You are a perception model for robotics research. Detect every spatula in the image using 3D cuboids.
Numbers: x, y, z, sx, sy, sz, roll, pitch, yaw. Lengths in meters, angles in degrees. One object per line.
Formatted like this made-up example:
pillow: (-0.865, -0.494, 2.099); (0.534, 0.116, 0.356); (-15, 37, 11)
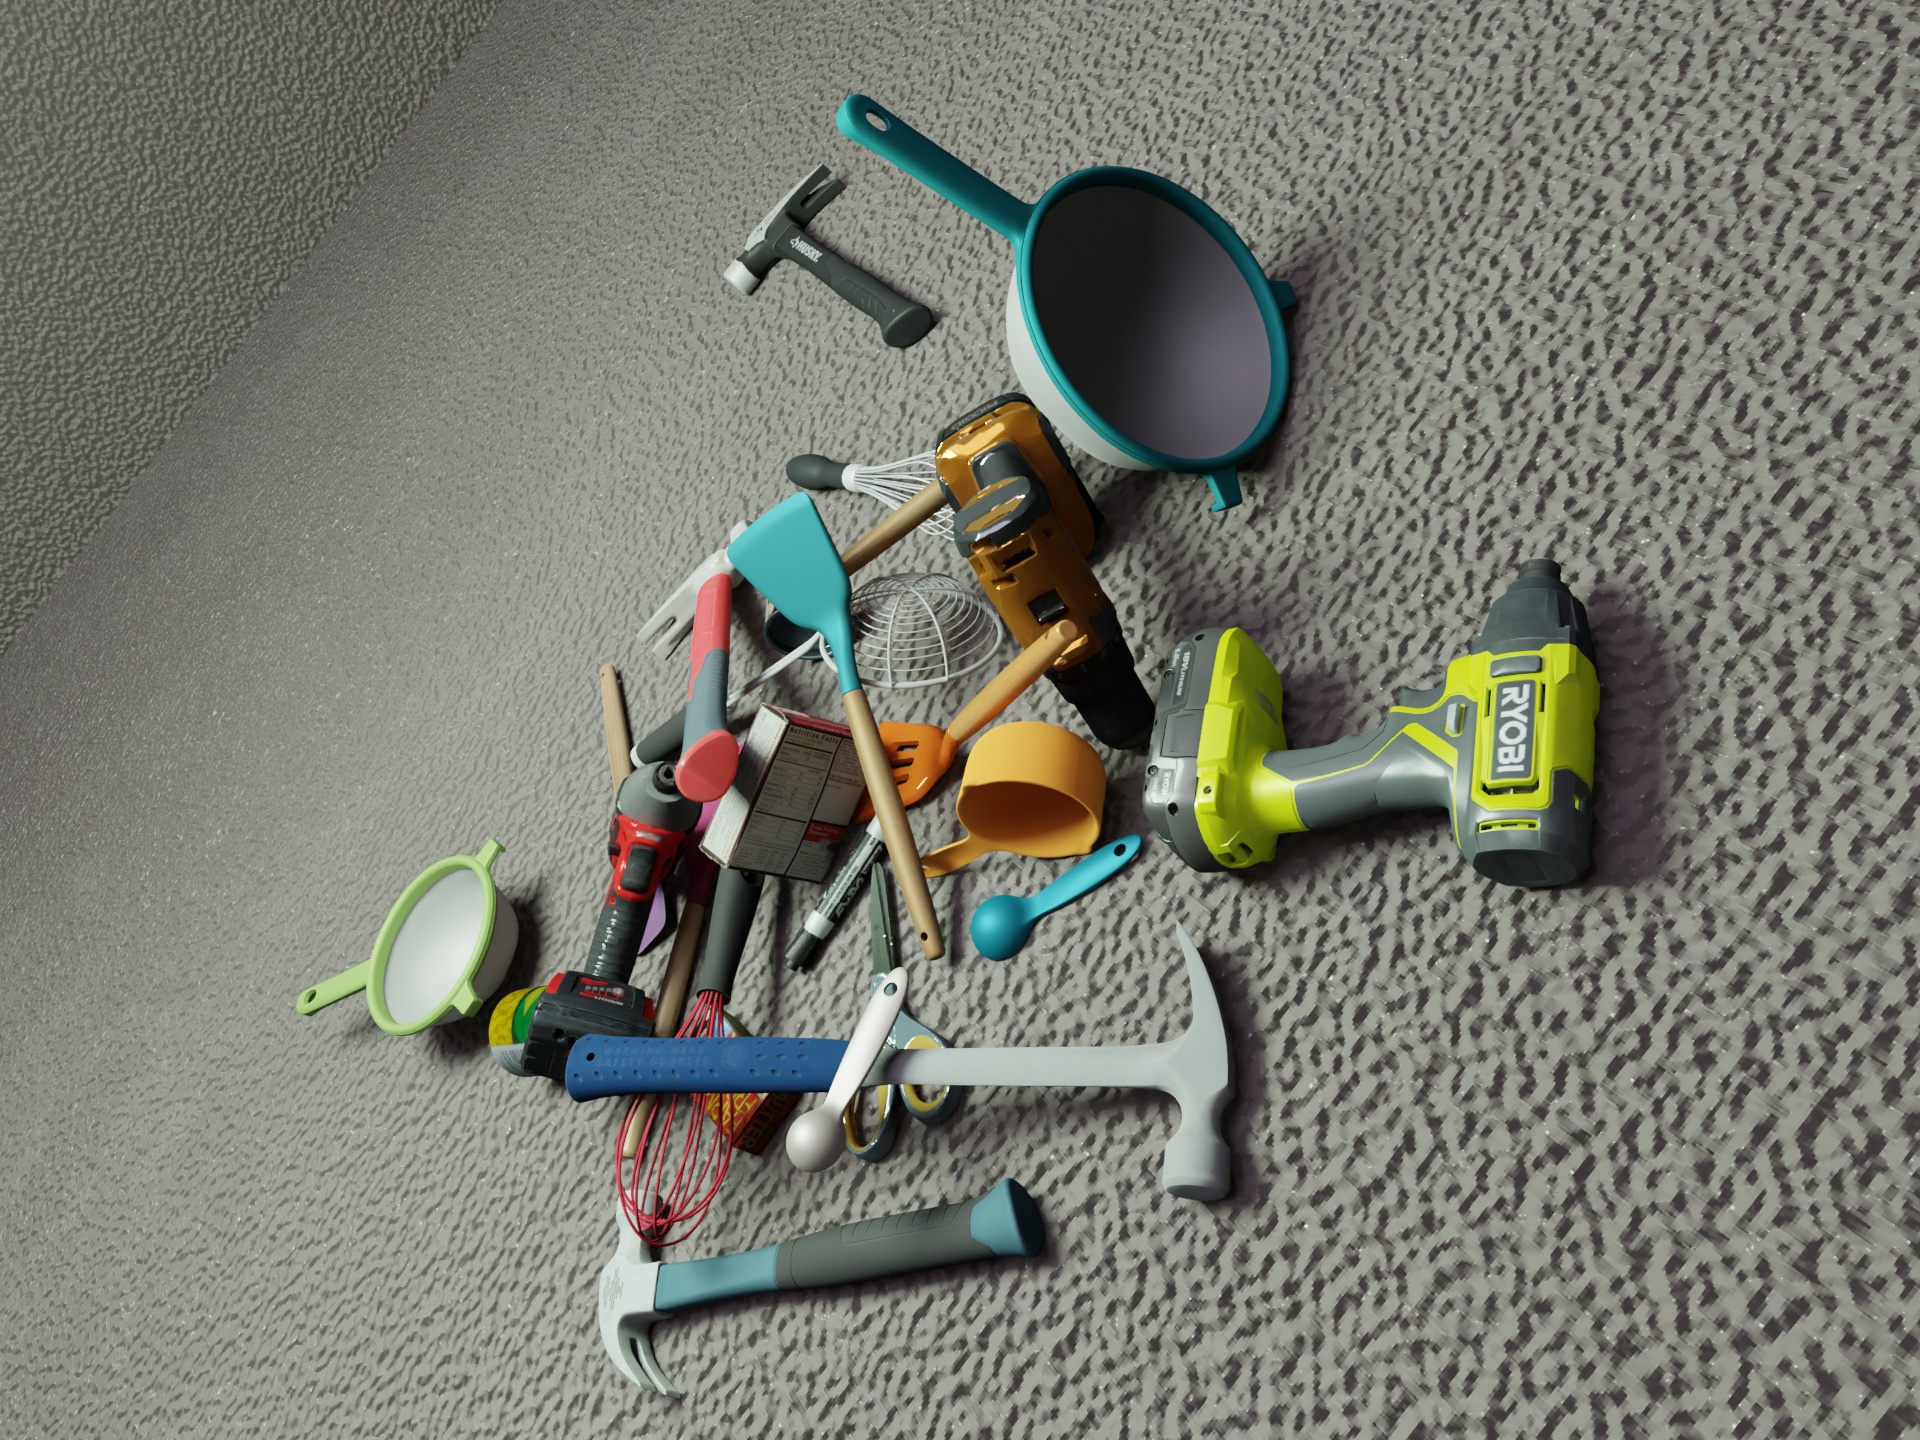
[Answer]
spatula: (-0.071, 0.006, 1.033); (0.082, 0.044, 0.318); (-31, 68, 31)
spatula: (-0.002, -0.003, 0.996); (0.322, 0.041, 0.081); (137, 152, -64)
spatula: (-0.274, 0.062, 1.296); (0.059, 0.018, 0.316); (-45, 41, 24)

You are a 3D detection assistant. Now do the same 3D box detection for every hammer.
hammer: (-0.044, 0.191, 0.903); (0.405, 0.035, 0.144); (-5, 56, 22)
hammer: (-0.093, 0.318, 0.936); (0.331, 0.033, 0.128); (-22, 49, 31)
hammer: (-0.110, -0.417, 1.469); (0.146, 0.035, 0.335); (-49, 41, 5)
hammer: (-0.198, -0.033, 1.188); (0.143, 0.038, 0.387); (-44, 23, 14)

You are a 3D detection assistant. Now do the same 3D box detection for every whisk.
whisk: (-0.063, -0.189, 1.252); (0.285, 0.070, 0.070); (19, 77, 53)
whisk: (-0.165, 0.196, 1.033); (0.073, 0.073, 0.296); (-22, 42, 31)

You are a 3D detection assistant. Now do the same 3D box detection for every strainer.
strainer: (0.054, -0.274, 1.020); (0.095, 0.340, 0.211); (-29, 37, 57)
strainer: (-0.449, 0.209, 1.315); (0.256, 0.069, 0.152); (-24, 50, 30)

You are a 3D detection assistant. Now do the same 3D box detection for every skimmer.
skimmer: (-0.122, -0.013, 1.191); (0.363, 0.090, 0.127); (-29, 17, 40)

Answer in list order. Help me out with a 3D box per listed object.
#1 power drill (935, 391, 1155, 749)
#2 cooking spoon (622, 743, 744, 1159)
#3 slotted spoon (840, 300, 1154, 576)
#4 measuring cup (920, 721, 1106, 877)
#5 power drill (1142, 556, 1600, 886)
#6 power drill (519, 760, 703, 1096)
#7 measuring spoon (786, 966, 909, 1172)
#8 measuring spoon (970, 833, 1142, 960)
power drill: (0.057, -0.096, 1.010); (0.084, 0.185, 0.226); (-29, 28, 11)
cooking spoon: (-0.200, 0.160, 1.158); (0.069, 0.017, 0.319); (-19, 50, 44)
slotted spoon: (0.028, -0.192, 1.119); (0.314, 0.070, 0.031); (-39, 76, -7)
measuring cup: (0.021, 0.054, 0.994); (0.173, 0.095, 0.052); (-32, 37, 49)
power drill: (0.218, 0.003, 0.840); (0.223, 0.080, 0.171); (-7, 59, 36)
power drill: (-0.232, 0.135, 1.101); (0.143, 0.078, 0.220); (124, 161, -58)
measuring spoon: (-0.061, 0.189, 0.877); (0.034, 0.018, 0.124); (13, 64, 32)
measuring spoon: (0.054, 0.101, 0.960); (0.128, 0.021, 0.042); (-36, 44, 21)
